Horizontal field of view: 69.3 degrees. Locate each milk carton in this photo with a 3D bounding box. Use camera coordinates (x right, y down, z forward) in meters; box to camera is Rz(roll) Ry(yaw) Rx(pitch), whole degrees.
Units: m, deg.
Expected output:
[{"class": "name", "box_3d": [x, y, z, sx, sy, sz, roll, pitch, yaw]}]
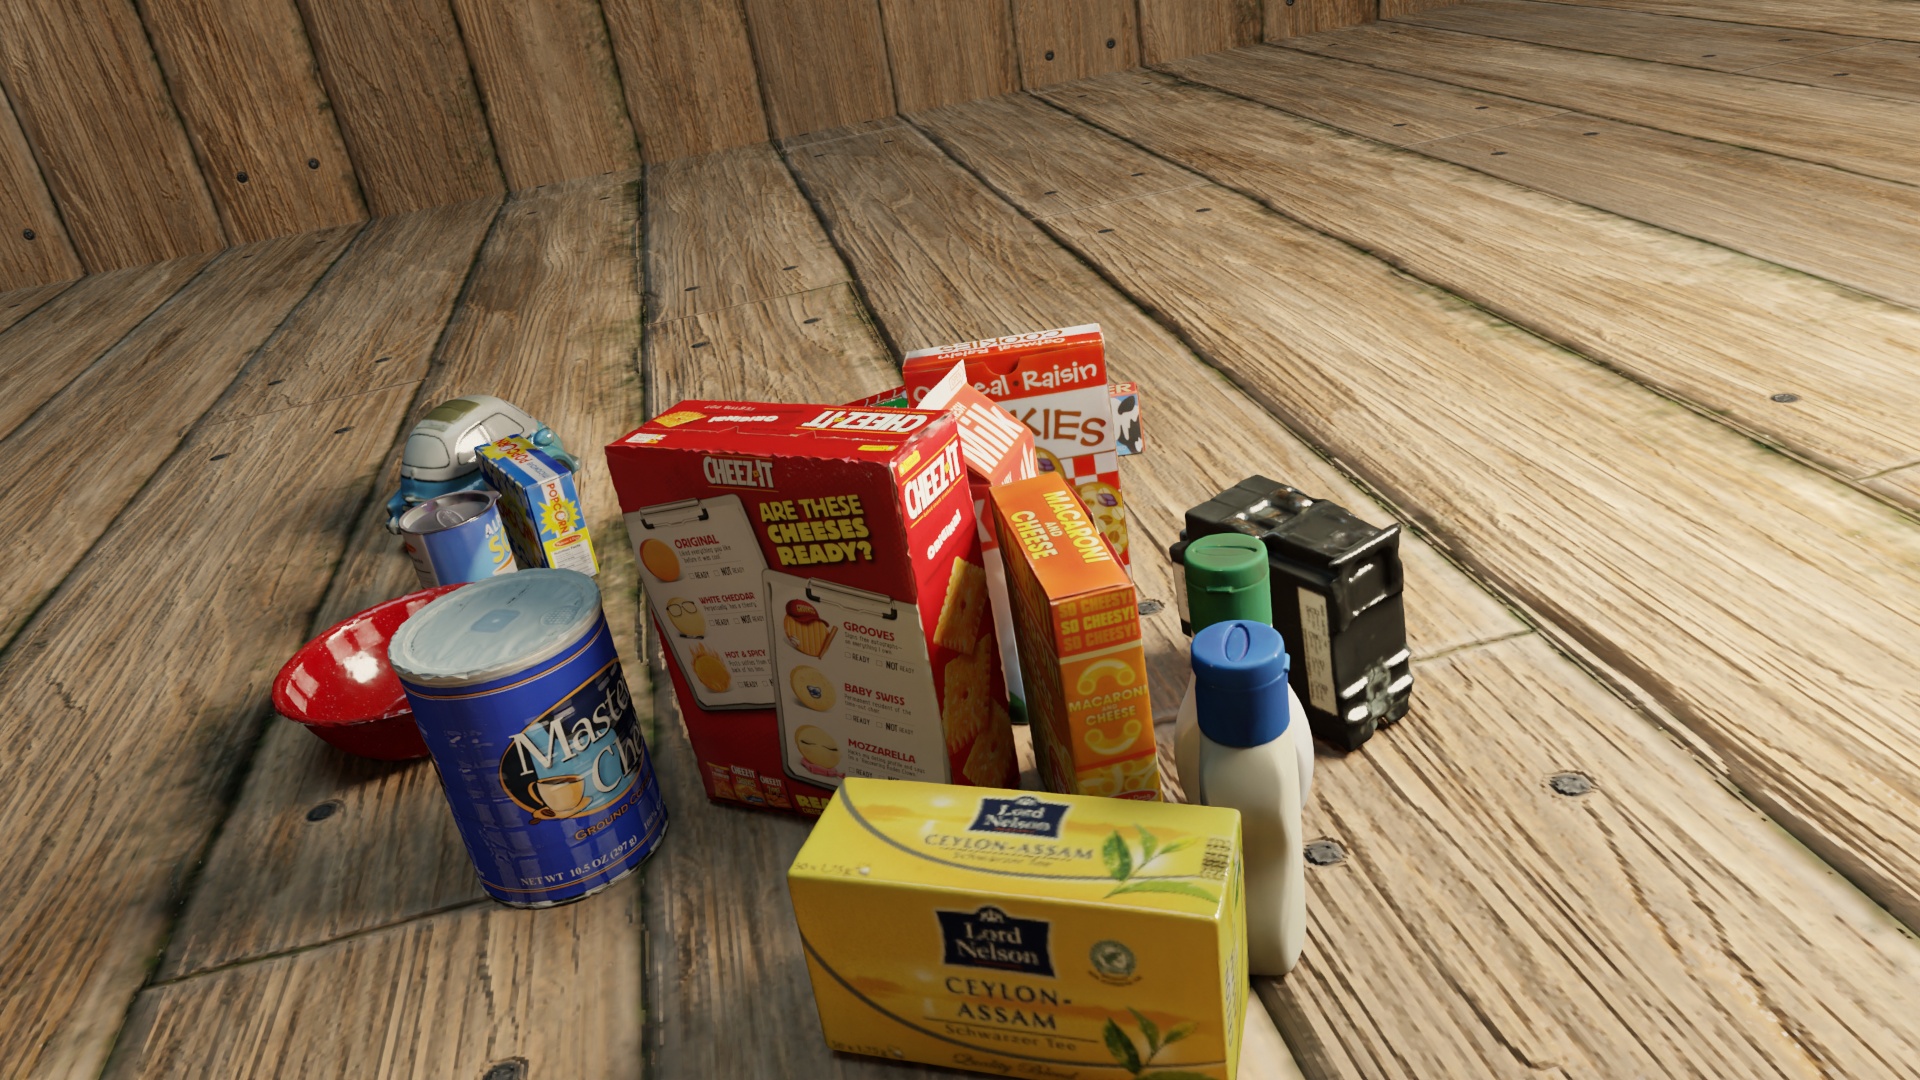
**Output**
[{"class": "milk carton", "box_3d": [0.003, 0.001, 0.769, 0.073, 0.189, 0.073, 1, 28, 21]}]

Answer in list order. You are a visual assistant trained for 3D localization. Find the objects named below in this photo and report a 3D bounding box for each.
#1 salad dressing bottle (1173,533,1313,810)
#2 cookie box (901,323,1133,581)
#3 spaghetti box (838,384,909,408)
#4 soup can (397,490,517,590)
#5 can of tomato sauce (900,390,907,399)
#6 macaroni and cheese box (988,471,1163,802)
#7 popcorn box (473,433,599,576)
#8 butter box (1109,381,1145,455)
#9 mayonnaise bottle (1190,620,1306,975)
[{"class": "salad dressing bottle", "box_3d": [0.127, 0.069, 0.638, 0.064, 0.147, 0.044, 1, 28, 22]}, {"class": "cookie box", "box_3d": [0.038, -0.045, 0.876, 0.123, 0.166, 0.040, -8, 26, 4]}, {"class": "spaghetti box", "box_3d": [-0.049, -0.100, 1.150, 0.251, 0.050, 0.029, -21, 28, -21]}, {"class": "soup can", "box_3d": [-0.350, 0.014, 0.987, 0.071, 0.083, 0.071, -8, 26, 4]}, {"class": "can of tomato sauce", "box_3d": [-0.003, -0.079, 1.055, 0.071, 0.082, 0.071, -8, 26, 4]}, {"class": "macaroni and cheese box", "box_3d": [0.056, 0.068, 0.644, 0.040, 0.165, 0.124, -13, 26, -6]}, {"class": "popcorn box", "box_3d": [-0.322, -0.024, 1.053, 0.038, 0.085, 0.127, -24, 29, -27]}, {"class": "butter box", "box_3d": [0.089, -0.089, 1.076, 0.103, 0.053, 0.024, -7, 26, 7]}, {"class": "mayonnaise bottle", "box_3d": [0.118, 0.104, 0.570, 0.041, 0.147, 0.065, -2, 27, 16]}]
